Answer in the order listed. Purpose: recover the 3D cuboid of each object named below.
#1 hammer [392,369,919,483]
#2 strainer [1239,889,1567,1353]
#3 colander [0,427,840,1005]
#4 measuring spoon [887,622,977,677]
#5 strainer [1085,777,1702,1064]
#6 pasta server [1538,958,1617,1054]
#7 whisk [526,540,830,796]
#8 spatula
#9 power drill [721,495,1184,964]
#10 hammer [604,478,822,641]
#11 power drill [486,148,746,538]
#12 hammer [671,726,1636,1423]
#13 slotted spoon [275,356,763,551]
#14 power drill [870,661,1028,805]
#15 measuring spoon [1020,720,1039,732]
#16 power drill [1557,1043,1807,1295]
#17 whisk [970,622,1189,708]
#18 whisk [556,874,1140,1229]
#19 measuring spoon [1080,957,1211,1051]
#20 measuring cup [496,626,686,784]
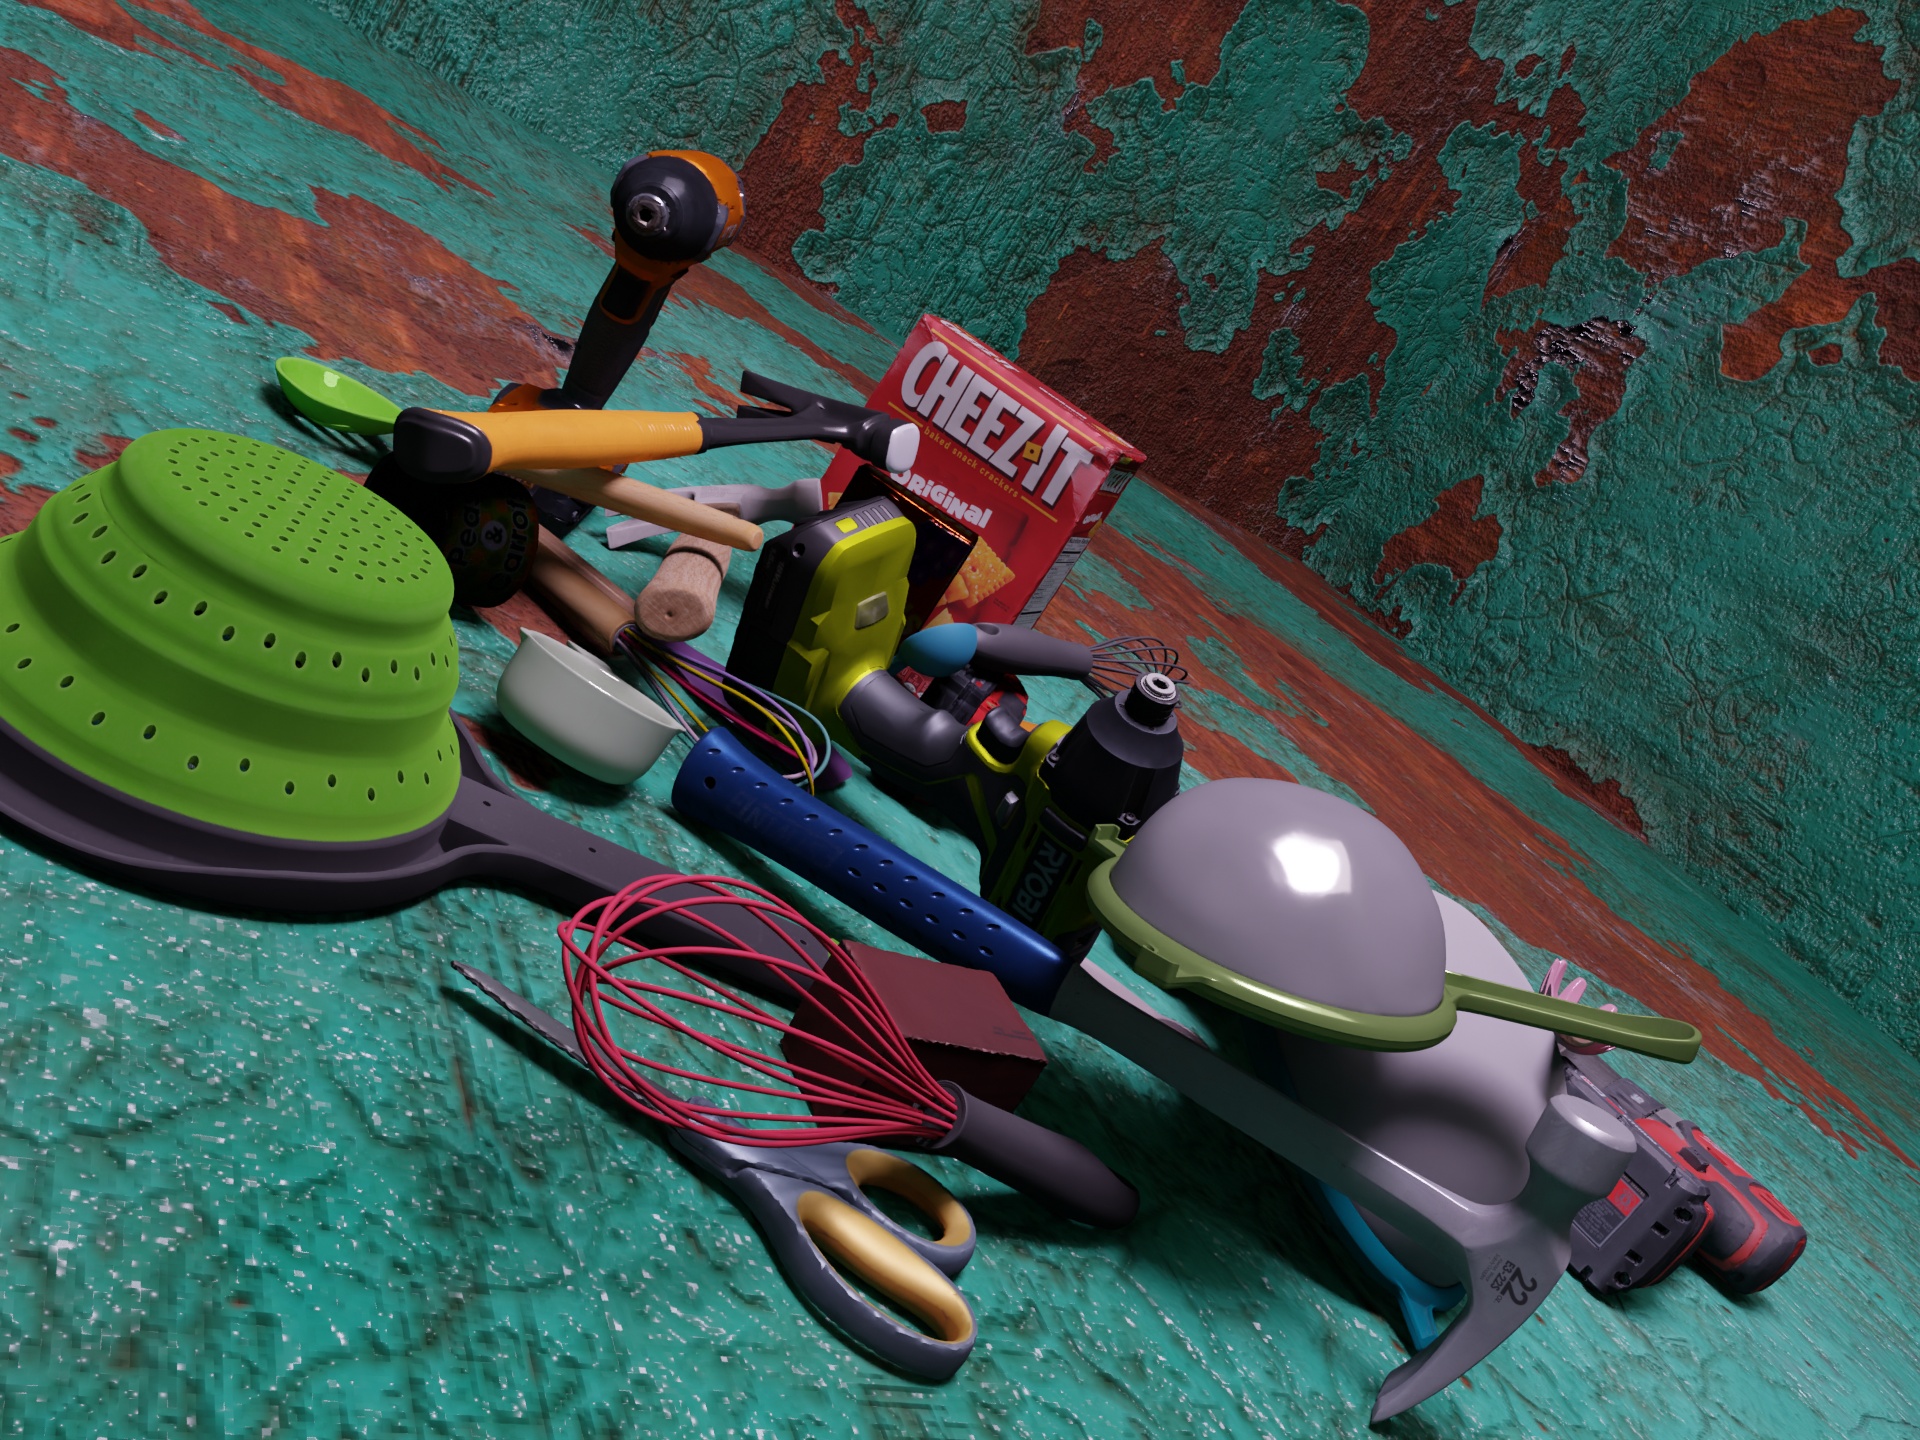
[{"bbox_3d":[-0.159,-0.151,0.826,0.127,0.034,0.337,21,20,25],"label":"hammer"},{"bbox_3d":[0.246,0.141,0.790,0.211,0.095,0.340,62,28,3],"label":"strainer"},{"bbox_3d":[-0.174,0.001,0.569,0.396,0.094,0.205,27,17,-20],"label":"colander"},{"bbox_3d":[-0.040,-0.017,0.860,0.042,0.128,0.021,3,65,-49],"label":"measuring spoon"},{"bbox_3d":[0.180,0.076,0.624,0.256,0.069,0.151,15,13,-6],"label":"strainer"},{"bbox_3d":[0.318,0.151,0.811,0.060,0.040,0.316,44,6,21],"label":"pasta server"},{"bbox_3d":[-0.152,-0.034,0.790,0.245,0.051,0.047,37,-10,28],"label":"whisk"},{"bbox_3d":[-0.185,-0.062,0.866,0.316,0.018,0.060,37,21,9],"label":"spatula"},{"bbox_3d":[-0.001,-0.002,0.762,0.223,0.171,0.080,38,40,20],"label":"power drill"},{"bbox_3d":[-0.142,-0.093,0.861,0.130,0.031,0.331,-3,16,-3],"label":"hammer"},{"bbox_3d":[-0.204,-0.221,0.912,0.084,0.226,0.164,30,17,-10],"label":"power drill"},{"bbox_3d":[0.048,0.121,0.652,0.406,0.144,0.035,29,12,18],"label":"hammer"},{"bbox_3d":[-0.235,-0.136,0.825,0.314,0.031,0.070,20,11,22],"label":"slotted spoon"},{"bbox_3d":[0.066,0.054,0.916,0.219,0.078,0.143,37,16,2],"label":"power drill"},{"bbox_3d":[0.044,0.000,1.130,0.116,0.011,0.021,18,22,-41],"label":"measuring spoon"},{"bbox_3d":[0.388,0.255,0.947,0.226,0.080,0.188,20,21,-46],"label":"power drill"},{"bbox_3d":[0.071,-0.033,0.959,0.055,0.055,0.238,43,20,30],"label":"whisk"},{"bbox_3d":[-0.019,0.122,0.518,0.295,0.073,0.073,38,8,-44],"label":"whisk"},{"bbox_3d":[0.071,0.138,0.794,0.124,0.018,0.034,34,15,28],"label":"measuring spoon"},{"bbox_3d":[-0.175,-0.010,0.725,0.083,0.038,0.168,34,-2,-20],"label":"measuring cup"}]
